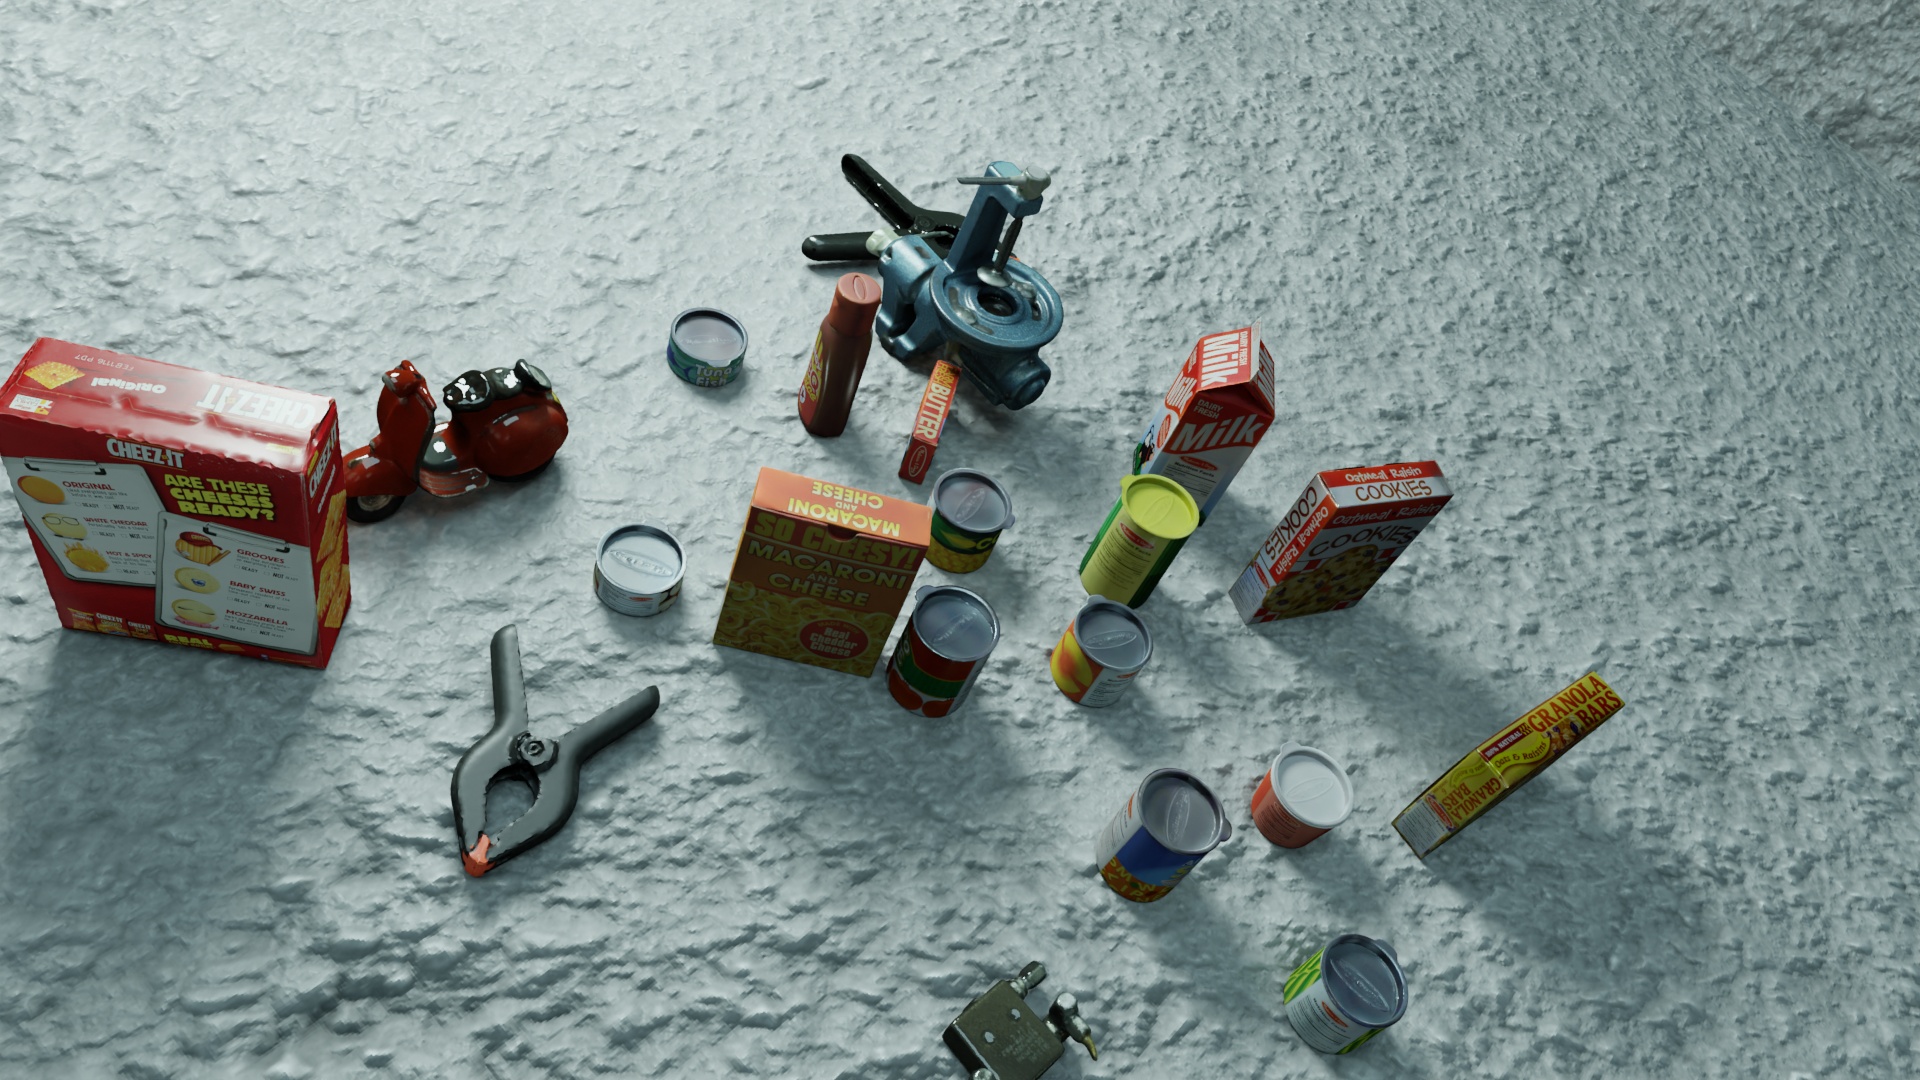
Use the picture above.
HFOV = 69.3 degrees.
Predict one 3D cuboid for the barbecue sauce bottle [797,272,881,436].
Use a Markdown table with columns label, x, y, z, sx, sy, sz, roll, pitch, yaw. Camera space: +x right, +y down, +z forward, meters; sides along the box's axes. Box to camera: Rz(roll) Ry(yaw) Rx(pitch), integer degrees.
| label | x | y | z | sx | sy | sz | roll | pitch | yaw |
| --- | --- | --- | --- | --- | --- | --- | --- | --- | --- |
| barbecue sauce bottle | -0.100 | -0.155 | 1.151 | 0.044 | 0.147 | 0.065 | 2 | 52 | -20 |

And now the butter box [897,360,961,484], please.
| label | x | y | z | sx | sy | sz | roll | pitch | yaw |
| --- | --- | --- | --- | --- | --- | --- | --- | --- | --- |
| butter box | -0.027 | -0.103 | 1.201 | 0.024 | 0.052 | 0.104 | 20 | 48 | -5 |

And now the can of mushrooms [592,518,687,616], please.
| label | x | y | z | sx | sy | sz | roll | pitch | yaw |
| --- | --- | --- | --- | --- | --- | --- | --- | --- | --- |
| can of mushrooms | -0.238 | 0.020 | 1.033 | 0.071 | 0.033 | 0.071 | 11 | 50 | -13 |

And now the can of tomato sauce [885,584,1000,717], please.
| label | x | y | z | sx | sy | sz | roll | pitch | yaw |
| --- | --- | --- | --- | --- | --- | --- | --- | --- | --- |
| can of tomato sauce | -0.016 | 0.083 | 1.034 | 0.071 | 0.082 | 0.071 | 11 | 50 | -13 |

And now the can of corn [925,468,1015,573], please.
| label | x | y | z | sx | sy | sz | roll | pitch | yaw |
| --- | --- | --- | --- | --- | --- | --- | --- | --- | --- |
| can of corn | 0.004 | -0.014 | 1.137 | 0.071 | 0.058 | 0.071 | 11 | 50 | -13 |

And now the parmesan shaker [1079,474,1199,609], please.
| label | x | y | z | sx | sy | sz | roll | pitch | yaw |
| --- | --- | --- | --- | --- | --- | --- | --- | --- | --- |
| parmesan shaker | 0.144 | 0.001 | 1.148 | 0.071 | 0.102 | 0.072 | 11 | 50 | -13 |

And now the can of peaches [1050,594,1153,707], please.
| label | x | y | z | sx | sy | sz | roll | pitch | yaw |
| --- | --- | --- | --- | --- | --- | --- | --- | --- | --- |
| can of peaches | 0.110 | 0.088 | 1.095 | 0.071 | 0.057 | 0.071 | 11 | 50 | -13 |

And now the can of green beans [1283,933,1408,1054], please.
| label | x | y | z | sx | sy | sz | roll | pitch | yaw |
| --- | --- | --- | --- | --- | --- | --- | --- | --- | --- |
| can of green beans | 0.268 | 0.317 | 0.970 | 0.071 | 0.057 | 0.071 | 11 | 50 | -13 |

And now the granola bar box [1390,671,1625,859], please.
| label | x | y | z | sx | sy | sz | roll | pitch | yaw |
| --- | --- | --- | --- | --- | --- | --- | --- | --- | --- |
| granola bar box | 0.434 | 0.177 | 1.103 | 0.166 | 0.123 | 0.039 | -21 | 63 | -33 |

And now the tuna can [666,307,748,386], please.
| label | x | y | z | sx | sy | sz | roll | pitch | yaw |
| --- | --- | --- | --- | --- | --- | --- | --- | --- | --- |
| tuna can | -0.217 | -0.164 | 1.190 | 0.071 | 0.032 | 0.071 | 11 | 50 | -13 |

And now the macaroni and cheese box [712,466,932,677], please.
| label | x | y | z | sx | sy | sz | roll | pitch | yaw |
| --- | --- | --- | --- | --- | --- | --- | --- | --- | --- |
| macaroni and cheese box | -0.101 | 0.027 | 0.991 | 0.124 | 0.165 | 0.040 | 13 | 49 | -11 |

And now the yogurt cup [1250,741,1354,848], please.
| label | x | y | z | sx | sy | sz | roll | pitch | yaw |
| --- | --- | --- | --- | --- | --- | --- | --- | --- | --- |
| yogurt cup | 0.259 | 0.200 | 1.064 | 0.072 | 0.053 | 0.073 | 11 | 50 | -13 |

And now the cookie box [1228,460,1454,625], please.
| label | x | y | z | sx | sy | sz | roll | pitch | yaw |
| --- | --- | --- | --- | --- | --- | --- | --- | --- | --- |
| cookie box | 0.317 | 0.002 | 1.171 | 0.123 | 0.166 | 0.040 | -7 | 56 | -25 |

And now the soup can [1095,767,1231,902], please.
| label | x | y | z | sx | sy | sz | roll | pitch | yaw |
| --- | --- | --- | --- | --- | --- | --- | --- | --- | --- |
| soup can | 0.143 | 0.212 | 0.990 | 0.071 | 0.083 | 0.072 | 11 | 50 | -13 |

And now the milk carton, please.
| label | x | y | z | sx | sy | sz | roll | pitch | yaw |
| --- | --- | --- | --- | --- | --- | --- | --- | --- | --- |
| milk carton | 0.217 | -0.105 | 1.203 | 0.073 | 0.189 | 0.073 | 18 | 49 | -7 |
